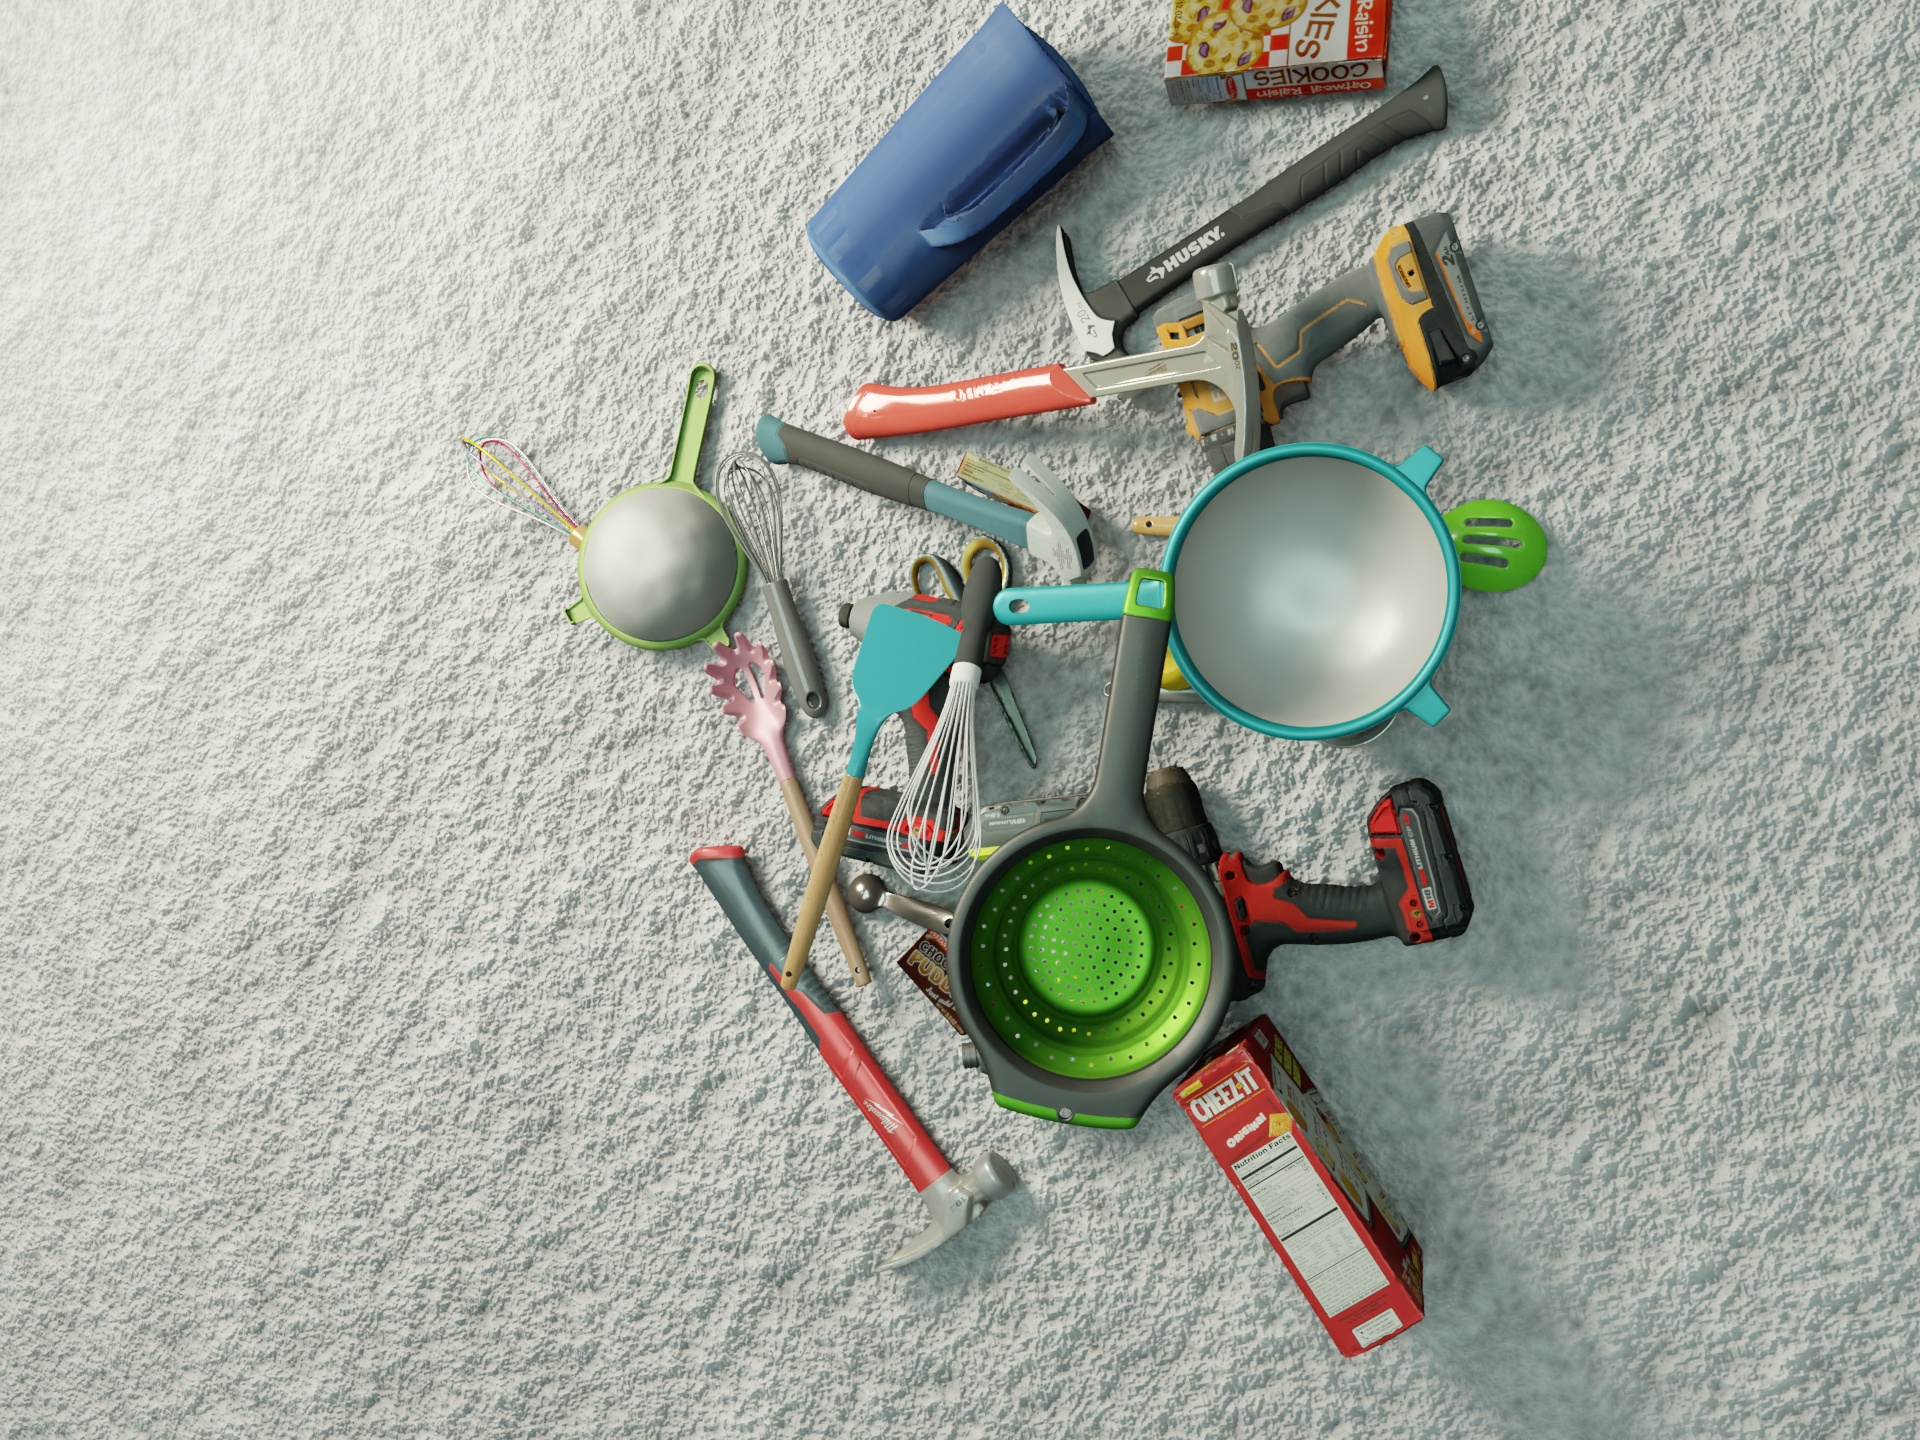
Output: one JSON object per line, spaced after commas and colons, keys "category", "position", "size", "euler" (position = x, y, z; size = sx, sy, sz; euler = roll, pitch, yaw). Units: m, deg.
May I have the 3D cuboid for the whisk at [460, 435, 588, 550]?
{"category": "whisk", "position": [-0.360, -0.180, 1.434], "size": [0.245, 0.051, 0.047], "euler": [39, 135, 11]}

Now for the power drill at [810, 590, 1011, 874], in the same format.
{"category": "power drill", "position": [-0.047, 0.005, 1.297], "size": [0.143, 0.078, 0.219], "euler": [13, 95, 18]}

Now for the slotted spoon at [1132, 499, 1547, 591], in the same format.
{"category": "slotted spoon", "position": [0.286, -0.142, 1.226], "size": [0.314, 0.031, 0.070], "euler": [6, 86, 20]}

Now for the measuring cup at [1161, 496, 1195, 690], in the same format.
{"category": "measuring cup", "position": [0.171, -0.102, 1.237], "size": [0.062, 0.029, 0.156], "euler": [9, 89, 27]}

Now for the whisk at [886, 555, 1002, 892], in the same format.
{"category": "whisk", "position": [-0.003, -0.004, 1.189], "size": [0.070, 0.070, 0.285], "euler": [1, 61, 18]}

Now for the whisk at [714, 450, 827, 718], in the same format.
{"category": "whisk", "position": [-0.156, -0.116, 1.358], "size": [0.055, 0.055, 0.239], "euler": [-18, 90, 17]}

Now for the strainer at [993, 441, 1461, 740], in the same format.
{"category": "strainer", "position": [0.198, -0.092, 1.185], "size": [0.340, 0.095, 0.211], "euler": [-1, 94, 21]}

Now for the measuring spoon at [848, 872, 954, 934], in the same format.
{"category": "measuring spoon", "position": [-0.048, 0.153, 1.310], "size": [0.124, 0.018, 0.034], "euler": [14, 83, 37]}

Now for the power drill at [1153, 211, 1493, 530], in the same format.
{"category": "power drill", "position": [0.277, -0.260, 1.194], "size": [0.226, 0.084, 0.185], "euler": [-18, 92, 14]}

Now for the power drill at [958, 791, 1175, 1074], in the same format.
{"category": "power drill", "position": [0.074, 0.172, 1.249], "size": [0.171, 0.080, 0.223], "euler": [-7, 88, 5]}

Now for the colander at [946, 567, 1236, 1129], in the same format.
{"category": "colander", "position": [0.107, 0.089, 1.164], "size": [0.204, 0.094, 0.397], "euler": [10, 88, 3]}

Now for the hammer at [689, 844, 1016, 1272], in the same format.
{"category": "hammer", "position": [-0.121, 0.272, 1.341], "size": [0.143, 0.038, 0.386], "euler": [-41, 77, 15]}

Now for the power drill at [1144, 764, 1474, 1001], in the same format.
{"category": "power drill", "position": [0.255, 0.105, 1.206], "size": [0.226, 0.080, 0.188], "euler": [-17, 83, 20]}

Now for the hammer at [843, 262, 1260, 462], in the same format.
{"category": "hammer", "position": [0.061, -0.249, 1.246], "size": [0.359, 0.036, 0.149], "euler": [-3, 101, 34]}

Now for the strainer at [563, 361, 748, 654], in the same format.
{"category": "strainer", "position": [-0.251, -0.189, 1.367], "size": [0.151, 0.069, 0.256], "euler": [12, 87, 5]}

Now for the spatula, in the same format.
{"category": "spatula", "position": [-0.086, 0.067, 1.260], "size": [0.082, 0.044, 0.317], "euler": [22, 100, 16]}

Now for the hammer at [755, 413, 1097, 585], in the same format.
{"category": "hammer", "position": [-0.035, -0.186, 1.292], "size": [0.331, 0.128, 0.033], "euler": [24, 52, 28]}

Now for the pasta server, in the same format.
{"category": "pasta server", "position": [-0.139, 0.076, 1.347], "size": [0.060, 0.040, 0.316], "euler": [-23, 80, 6]}

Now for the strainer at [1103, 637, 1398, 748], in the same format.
{"category": "strainer", "position": [0.234, -0.021, 1.233], "size": [0.258, 0.050, 0.087], "euler": [3, 76, 24]}

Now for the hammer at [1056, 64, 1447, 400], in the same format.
{"category": "hammer", "position": [0.229, -0.402, 1.246], "size": [0.335, 0.035, 0.146], "euler": [-31, 80, 15]}
